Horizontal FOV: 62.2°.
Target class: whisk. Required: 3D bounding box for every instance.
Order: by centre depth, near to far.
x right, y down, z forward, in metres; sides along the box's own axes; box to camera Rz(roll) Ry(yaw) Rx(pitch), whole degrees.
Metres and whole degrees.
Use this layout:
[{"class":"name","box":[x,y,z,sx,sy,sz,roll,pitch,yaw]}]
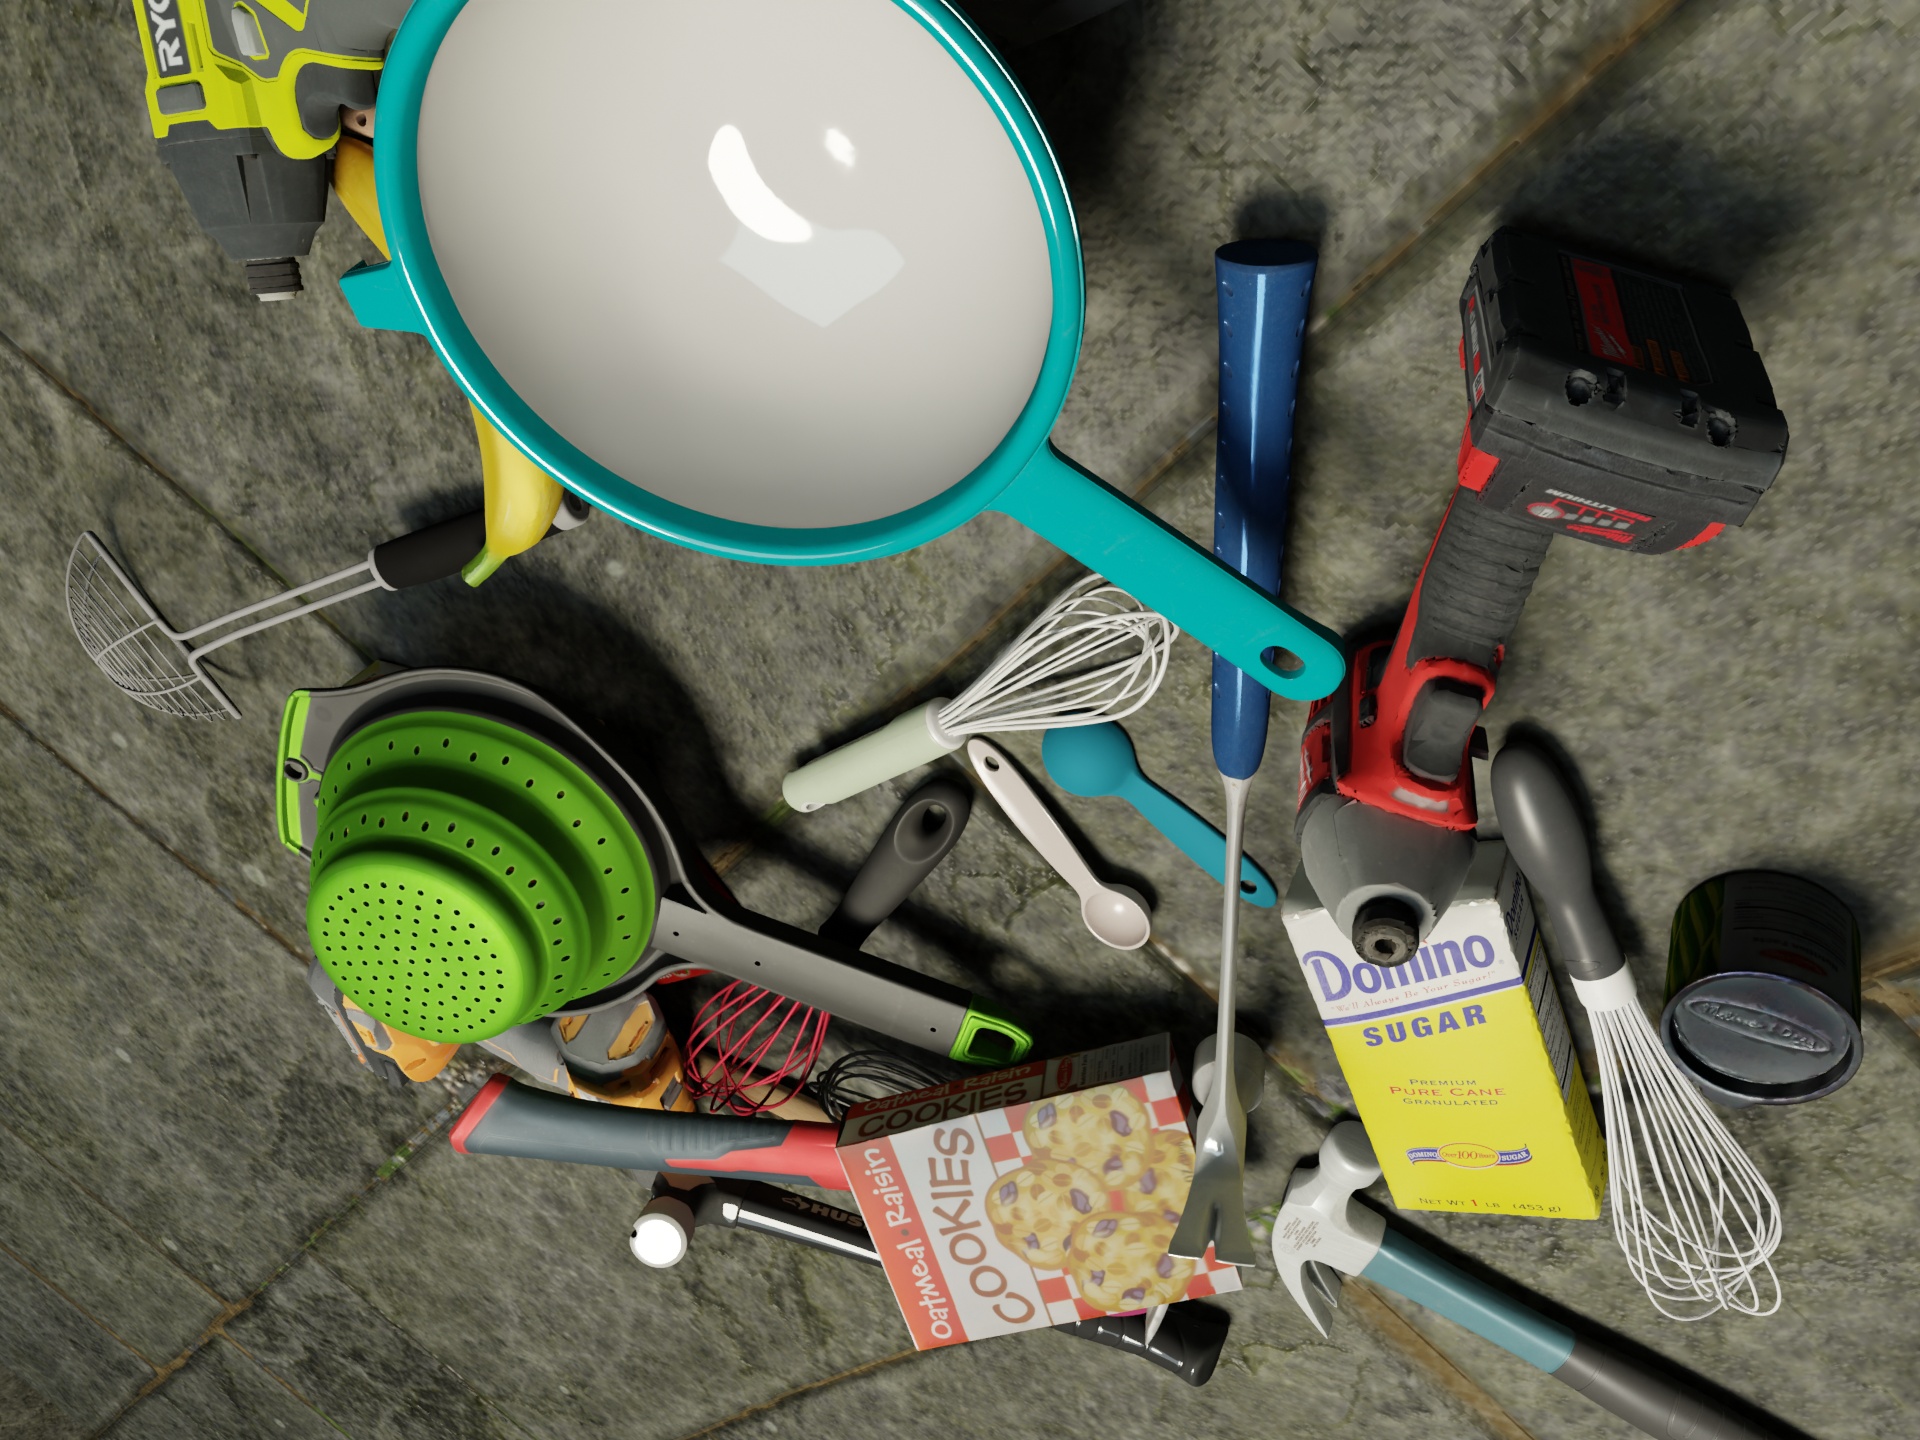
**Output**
[{"class":"whisk","box":[0.269,0.130,0.639,0.070,0.070,0.284,-14,112,36]},{"class":"whisk","box":[-0.001,-0.002,0.699,0.246,0.057,0.059,-25,75,43]},{"class":"whisk","box":[-0.073,0.125,0.827,0.073,0.073,0.295,37,128,-1]},{"class":"whisk","box":[0.029,0.235,0.861,0.239,0.055,0.055,18,131,10]}]

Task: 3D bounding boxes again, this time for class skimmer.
[{"class":"skimmer","box":[-0.330,-0.079,0.830,0.363,0.090,0.127,-14,121,25]}]

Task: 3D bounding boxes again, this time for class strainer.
[{"class":"strainer","box":[-0.008,-0.124,0.505,0.340,0.095,0.211,32,134,-16]}]

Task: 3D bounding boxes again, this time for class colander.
[{"class":"colander","box":[-0.160,0.112,0.751,0.397,0.095,0.204,20,124,1]}]

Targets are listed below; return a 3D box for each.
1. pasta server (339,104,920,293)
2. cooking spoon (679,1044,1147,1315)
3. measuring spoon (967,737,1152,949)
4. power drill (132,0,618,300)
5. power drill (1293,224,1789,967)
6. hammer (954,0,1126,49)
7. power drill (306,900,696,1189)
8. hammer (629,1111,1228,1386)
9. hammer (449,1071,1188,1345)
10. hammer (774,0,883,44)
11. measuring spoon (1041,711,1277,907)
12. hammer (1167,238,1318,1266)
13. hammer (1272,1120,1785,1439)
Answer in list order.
[{"class":"pasta server","box":[-0.115,-0.211,0.601,0.316,0.040,0.060,15,110,20]},{"class":"cooking spoon","box":[-0.030,0.251,0.907,0.319,0.069,0.017,19,175,22]},{"class":"measuring spoon","box":[0.047,0.054,0.735,0.124,0.018,0.034,51,134,-5]},{"class":"power drill","box":[-0.209,-0.246,0.583,0.223,0.080,0.171,5,110,28]},{"class":"power drill","box":[0.166,-0.029,0.512,0.078,0.143,0.219,17,130,2]},{"class":"hammer","box":[-0.030,-0.370,0.431,0.149,0.037,0.358,-12,118,35]},{"class":"power drill","box":[-0.263,0.204,0.968,0.226,0.084,0.185,16,142,18]},{"class":"hammer","box":[-0.010,0.308,0.907,0.335,0.146,0.035,17,101,3]},{"class":"hammer","box":[-0.078,0.241,0.834,0.386,0.038,0.143,3,108,8]},{"class":"hammer","box":[-0.042,-0.381,0.380,0.146,0.038,0.410,19,132,17]},{"class":"measuring spoon","box":[0.087,0.046,0.696,0.128,0.021,0.042,39,133,-3]},{"class":"hammer","box":[0.107,0.028,0.609,0.035,0.144,0.405,4,118,11]},{"class":"hammer","box":[0.306,0.314,0.774,0.331,0.033,0.128,27,132,8]}]
